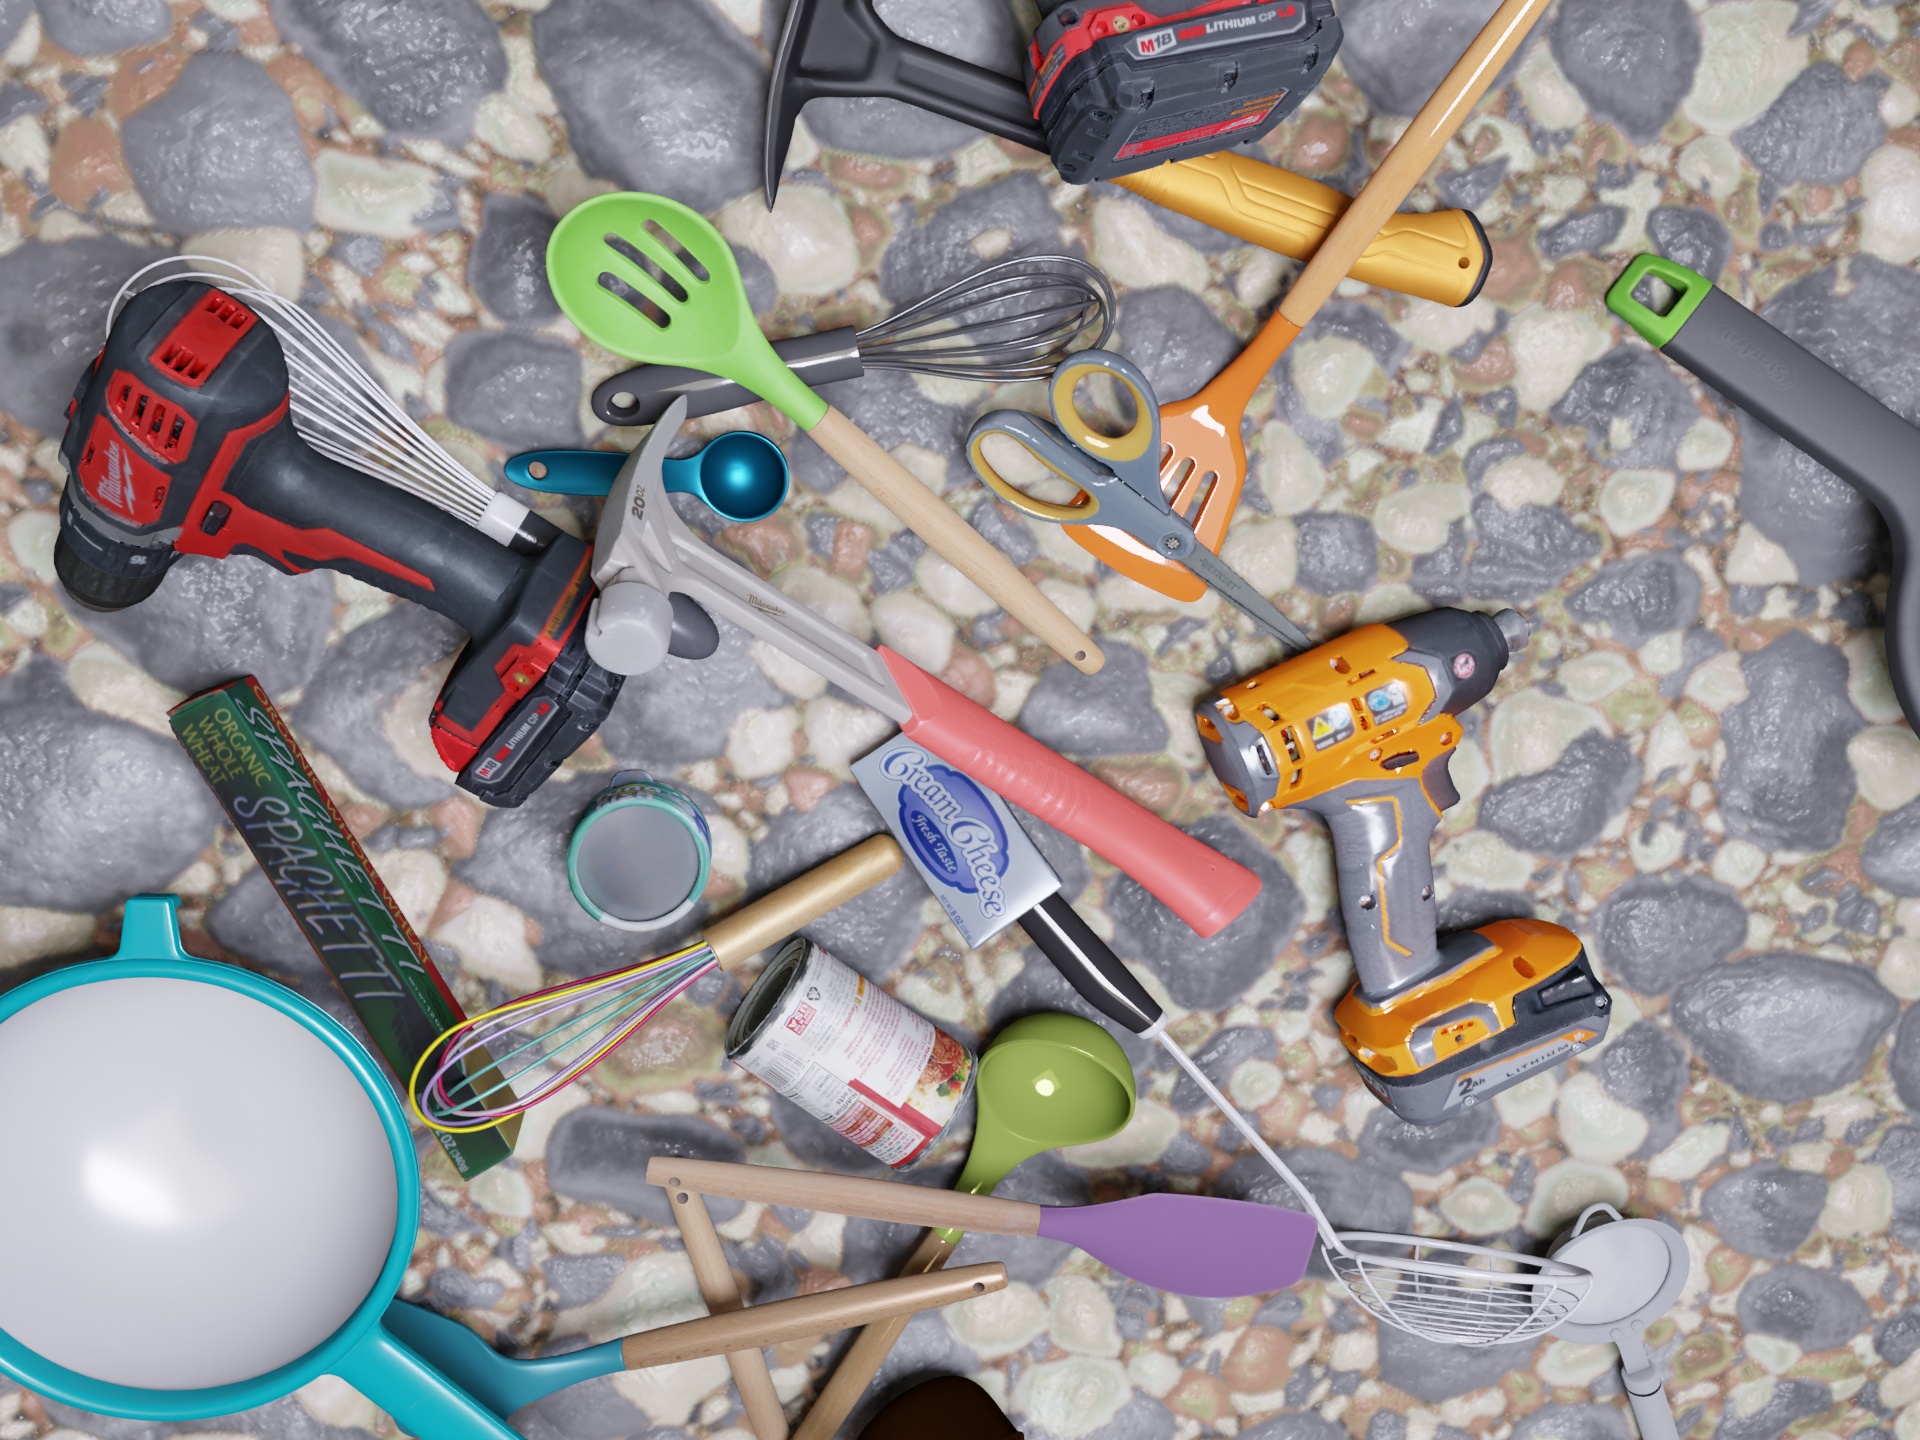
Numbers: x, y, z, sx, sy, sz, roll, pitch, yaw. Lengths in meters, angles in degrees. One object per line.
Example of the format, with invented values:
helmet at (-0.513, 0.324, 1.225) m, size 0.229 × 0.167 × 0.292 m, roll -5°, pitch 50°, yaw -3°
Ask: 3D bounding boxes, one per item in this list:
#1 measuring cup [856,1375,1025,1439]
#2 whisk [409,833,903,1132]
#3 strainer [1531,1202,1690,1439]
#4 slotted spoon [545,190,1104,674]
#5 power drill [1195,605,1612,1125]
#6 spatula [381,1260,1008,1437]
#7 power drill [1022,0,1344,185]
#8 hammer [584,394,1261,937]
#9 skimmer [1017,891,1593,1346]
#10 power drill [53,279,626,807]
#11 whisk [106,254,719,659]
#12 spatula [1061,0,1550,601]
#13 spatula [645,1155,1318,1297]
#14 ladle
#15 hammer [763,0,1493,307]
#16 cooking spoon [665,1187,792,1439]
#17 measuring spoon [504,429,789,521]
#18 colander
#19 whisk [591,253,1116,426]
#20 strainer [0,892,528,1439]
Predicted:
measuring cup at (-0.037, 0.354, 0.762) m, size 0.095 × 0.052 × 0.173 m, roll -50°, pitch 138°, yaw 3°
whisk at (-0.134, 0.114, 0.724) m, size 0.245 × 0.051 × 0.047 m, roll -28°, pitch 86°, yaw -18°
strainer at (0.365, 0.349, 0.862) m, size 0.087 × 0.050 × 0.258 m, roll -22°, pitch 108°, yaw 3°
slotted spoon at (-0.045, -0.115, 0.698) m, size 0.313 × 0.031 × 0.070 m, roll 39°, pitch 112°, yaw -25°
power drill at (0.229, 0.061, 0.770) m, size 0.164 × 0.084 × 0.226 m, roll -25°, pitch 99°, yaw -4°
spatula at (-0.134, 0.290, 0.763) m, size 0.317 × 0.044 × 0.082 m, roll -11°, pitch 101°, yaw 1°
power drill at (0.068, -0.349, 0.655) m, size 0.143 × 0.078 × 0.220 m, roll -19°, pitch 89°, yaw -14°
hammer at (-0.001, -0.002, 0.714) m, size 0.358 × 0.149 × 0.036 m, roll 32°, pitch 127°, yaw -26°
skimmer at (0.154, 0.173, 0.783) m, size 0.090 × 0.127 × 0.363 m, roll -43°, pitch 92°, yaw -16°
power drill at (-0.259, -0.057, 0.656) m, size 0.226 × 0.080 × 0.188 m, roll 33°, pitch 138°, yaw -20°
whisk at (-0.229, -0.103, 0.691) m, size 0.284 × 0.070 × 0.070 m, roll 32°, pitch 95°, yaw -17°
spatula at (0.161, -0.193, 0.698) m, size 0.081 × 0.041 × 0.322 m, roll 29°, pitch 121°, yaw -12°
spatula at (0.011, 0.233, 0.746) m, size 0.316 × 0.018 × 0.059 m, roll 9°, pitch 112°, yaw -4°
ladle at (-0.021, 0.280, 0.780) m, size 0.078 × 0.062 × 0.320 m, roll 32°, pitch 93°, yaw -10°
hammer at (0.081, -0.244, 0.714) m, size 0.336 × 0.034 × 0.127 m, roll 15°, pitch 97°, yaw -10°
cooking spoon at (-0.095, 0.366, 0.813) m, size 0.069 × 0.017 × 0.318 m, roll -18°, pitch 103°, yaw -5°
measuring spoon at (-0.141, -0.114, 0.721) m, size 0.128 × 0.021 × 0.042 m, roll 2°, pitch 115°, yaw 1°
colander at (0.478, -0.094, 0.779) m, size 0.397 × 0.094 × 0.204 m, roll 38°, pitch 94°, yaw 5°
whisk at (-0.047, -0.162, 0.710) m, size 0.239 × 0.055 × 0.055 m, roll -11°, pitch 102°, yaw -1°
strainer at (-0.297, 0.236, 0.722) m, size 0.211 × 0.095 × 0.340 m, roll -43°, pitch 103°, yaw 3°
